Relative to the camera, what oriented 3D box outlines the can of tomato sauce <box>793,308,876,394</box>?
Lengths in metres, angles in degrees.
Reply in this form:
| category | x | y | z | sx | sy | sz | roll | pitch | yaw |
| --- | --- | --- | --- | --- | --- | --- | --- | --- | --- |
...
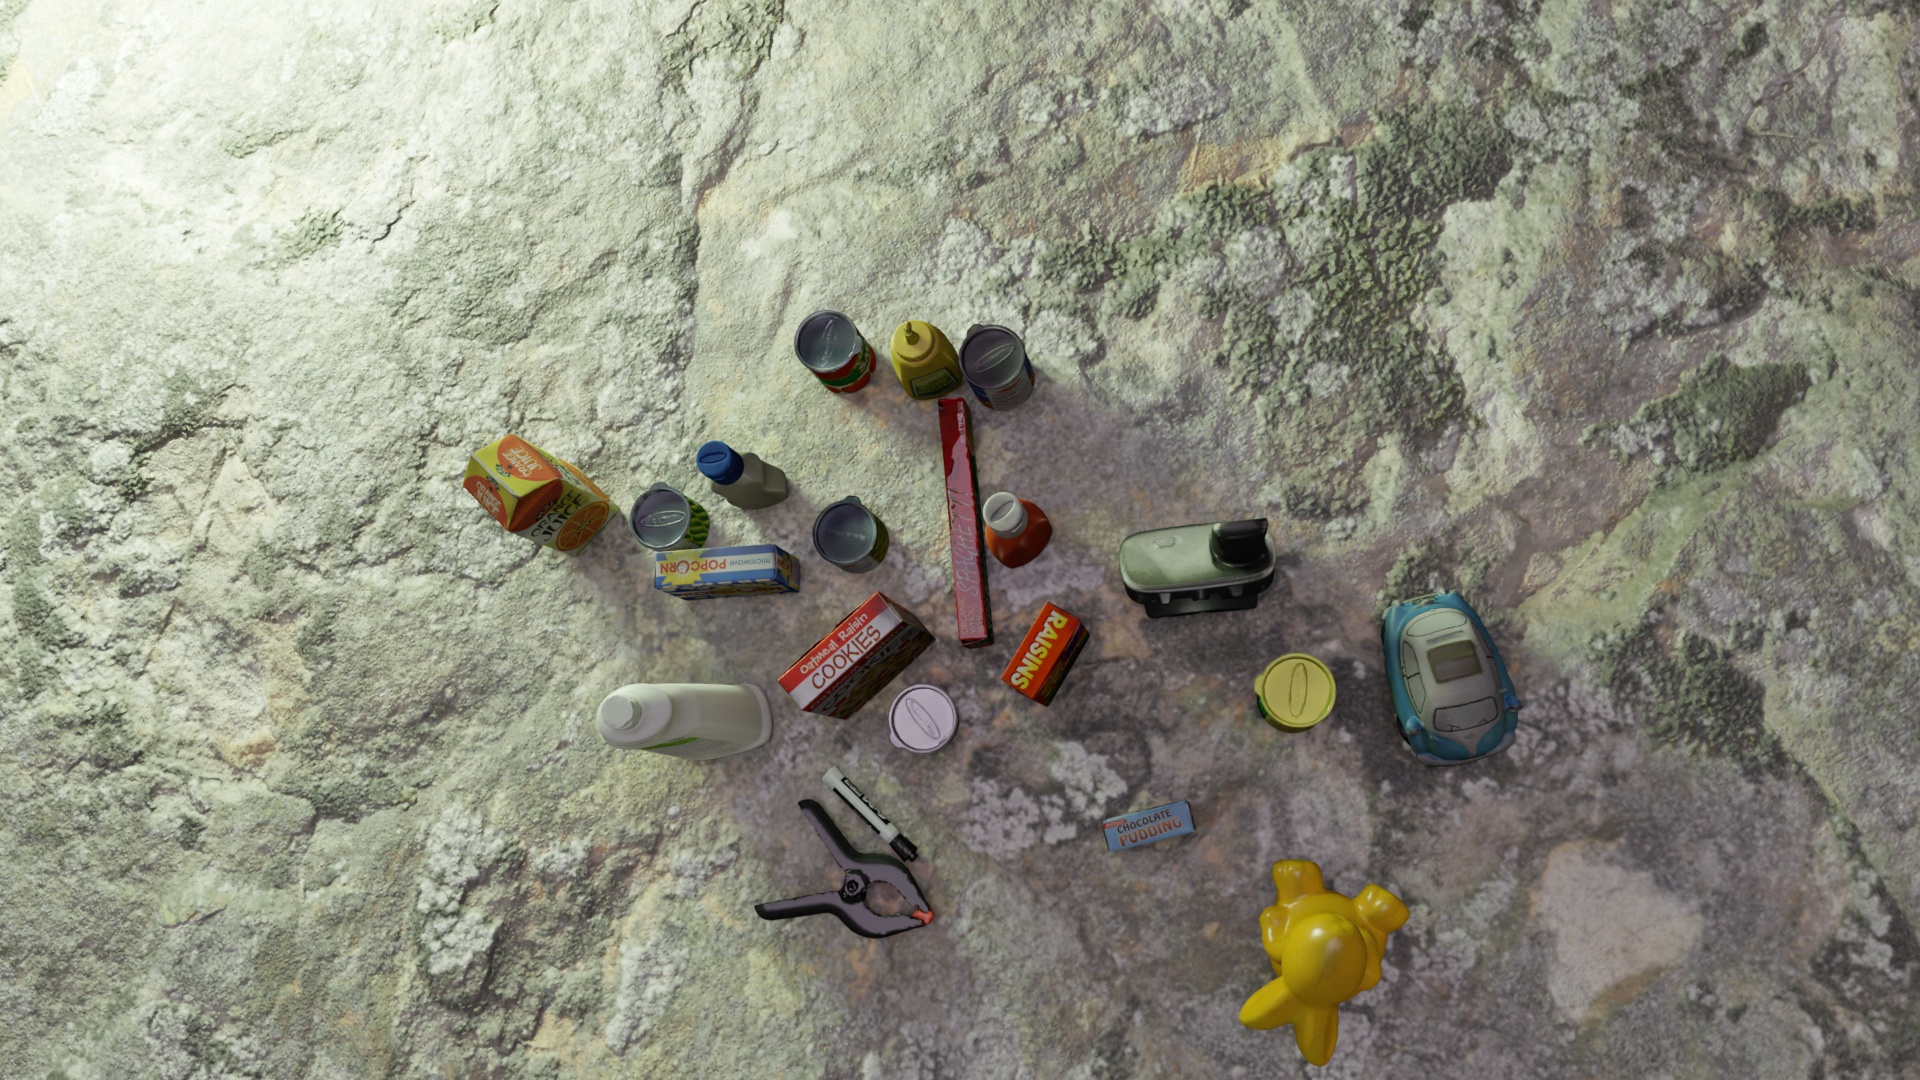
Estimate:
| category | x | y | z | sx | sy | sz | roll | pitch | yaw |
| --- | --- | --- | --- | --- | --- | --- | --- | --- | --- |
| can of tomato sauce | -0.125 | -0.192 | 1.424 | 0.071 | 0.083 | 0.071 | -2 | 79 | 9 |

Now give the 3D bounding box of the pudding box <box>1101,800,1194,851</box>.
| category | x | y | z | sx | sy | sz | roll | pitch | yaw |
| --- | --- | --- | --- | --- | --- | --- | --- | --- | --- |
| pudding box | 0.177 | 0.267 | 1.300 | 0.084 | 0.049 | 0.030 | -15 | 77 | 6 |

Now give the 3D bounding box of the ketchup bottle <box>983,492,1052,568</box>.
| category | x | y | z | sx | sy | sz | roll | pitch | yaw |
| --- | --- | --- | --- | --- | --- | --- | --- | --- | --- |
| ketchup bottle | 0.051 | -0.013 | 1.325 | 0.065 | 0.148 | 0.043 | -43 | 76 | 0 |

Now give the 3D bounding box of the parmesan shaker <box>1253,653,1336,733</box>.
| category | x | y | z | sx | sy | sz | roll | pitch | yaw |
| --- | --- | --- | --- | --- | --- | --- | --- | --- | --- |
| parmesan shaker | 0.304 | 0.141 | 1.276 | 0.071 | 0.103 | 0.071 | -2 | 79 | 9 |

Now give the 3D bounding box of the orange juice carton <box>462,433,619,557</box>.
| category | x | y | z | sx | sy | sz | roll | pitch | yaw |
| --- | --- | --- | --- | --- | --- | --- | --- | --- | --- |
| orange juice carton | -0.425 | -0.047 | 1.389 | 0.072 | 0.192 | 0.073 | 42 | 89 | 14 |

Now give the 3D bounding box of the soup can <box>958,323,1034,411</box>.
| category | x | y | z | sx | sy | sz | roll | pitch | yaw |
| --- | --- | --- | --- | --- | --- | --- | --- | --- | --- |
| soup can | 0.036 | -0.174 | 1.393 | 0.071 | 0.083 | 0.071 | -2 | 79 | 9 |

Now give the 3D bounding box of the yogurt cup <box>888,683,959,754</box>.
| category | x | y | z | sx | sy | sz | roll | pitch | yaw |
| --- | --- | --- | --- | --- | --- | --- | --- | --- | --- |
| yogurt cup | -0.032 | 0.175 | 1.351 | 0.072 | 0.054 | 0.072 | -2 | 79 | 9 |

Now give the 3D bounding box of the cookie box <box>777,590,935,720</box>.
| category | x | y | z | sx | sy | sz | roll | pitch | yaw |
| --- | --- | --- | --- | --- | --- | --- | --- | --- | --- |
| cookie box | -0.095 | 0.112 | 1.316 | 0.123 | 0.167 | 0.040 | -42 | 76 | 0 |

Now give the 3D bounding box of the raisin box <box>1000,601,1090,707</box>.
| category | x | y | z | sx | sy | sz | roll | pitch | yaw |
| --- | --- | --- | --- | --- | --- | --- | --- | --- | --- |
| raisin box | 0.082 | 0.110 | 1.309 | 0.040 | 0.123 | 0.086 | 31 | 86 | 14 |

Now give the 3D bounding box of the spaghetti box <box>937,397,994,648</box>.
| category | x | y | z | sx | sy | sz | roll | pitch | yaw |
| --- | --- | --- | --- | --- | --- | --- | --- | --- | --- |
| spaghetti box | 0.005 | -0.017 | 1.385 | 0.029 | 0.050 | 0.250 | -7 | 78 | 8 |

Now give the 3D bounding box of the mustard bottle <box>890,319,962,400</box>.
| category | x | y | z | sx | sy | sz | roll | pitch | yaw |
| --- | --- | --- | --- | --- | --- | --- | --- | --- | --- |
| mustard bottle | -0.039 | -0.182 | 1.368 | 0.065 | 0.160 | 0.049 | -21 | 77 | 5 |

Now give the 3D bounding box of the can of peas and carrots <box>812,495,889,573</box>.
| category | x | y | z | sx | sy | sz | roll | pitch | yaw |
| --- | --- | --- | --- | --- | --- | --- | --- | --- | --- |
| can of peas and carrots | -0.109 | -0.005 | 1.397 | 0.071 | 0.058 | 0.071 | -2 | 79 | 9 |

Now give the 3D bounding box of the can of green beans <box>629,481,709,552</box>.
| category | x | y | z | sx | sy | sz | roll | pitch | yaw |
| --- | --- | --- | --- | --- | --- | --- | --- | --- | --- |
| can of green beans | -0.299 | -0.018 | 1.432 | 0.071 | 0.057 | 0.071 | -2 | 79 | 9 |

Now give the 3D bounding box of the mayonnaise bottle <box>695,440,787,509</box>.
| category | x | y | z | sx | sy | sz | roll | pitch | yaw |
| --- | --- | --- | --- | --- | --- | --- | --- | --- | --- |
| mayonnaise bottle | -0.220 | -0.065 | 1.382 | 0.065 | 0.148 | 0.041 | -11 | 78 | 8 |

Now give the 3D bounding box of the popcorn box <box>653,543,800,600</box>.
| category | x | y | z | sx | sy | sz | roll | pitch | yaw |
| --- | --- | --- | --- | --- | --- | --- | --- | --- | --- |
| popcorn box | -0.233 | 0.033 | 1.397 | 0.127 | 0.085 | 0.038 | -4 | 79 | 9 |
